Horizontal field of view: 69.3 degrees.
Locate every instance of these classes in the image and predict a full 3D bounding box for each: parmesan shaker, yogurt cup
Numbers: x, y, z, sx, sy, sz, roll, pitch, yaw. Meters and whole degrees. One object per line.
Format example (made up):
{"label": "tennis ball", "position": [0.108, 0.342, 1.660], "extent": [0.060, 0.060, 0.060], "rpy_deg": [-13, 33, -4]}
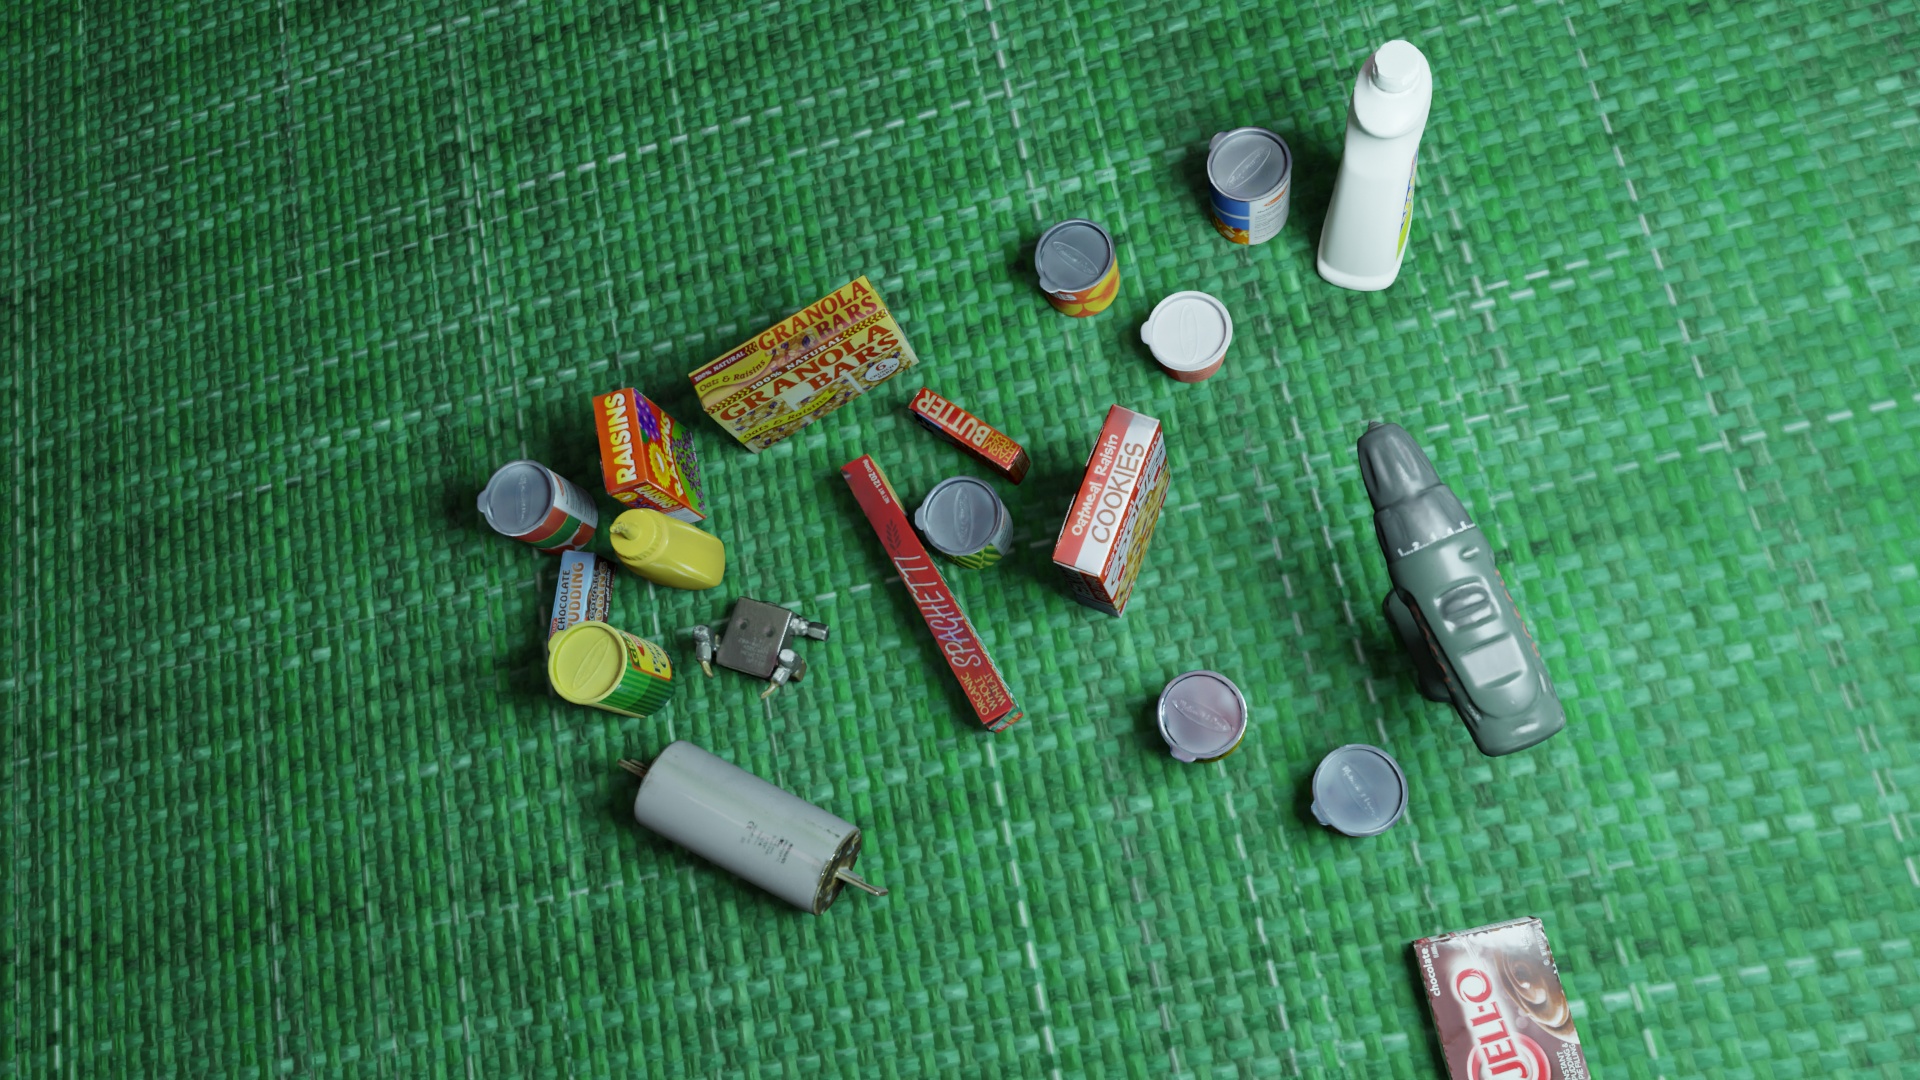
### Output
{"label": "parmesan shaker", "position": [-0.285, 0.105, 1.137], "extent": [0.071, 0.103, 0.071], "rpy_deg": [-3, 76, 11]}
{"label": "yogurt cup", "position": [0.187, -0.162, 1.133], "extent": [0.072, 0.054, 0.072], "rpy_deg": [-3, 76, 11]}

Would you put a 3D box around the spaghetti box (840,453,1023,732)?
{"label": "spaghetti box", "position": [-0.024, 0.042, 1.127], "extent": [0.028, 0.050, 0.250], "rpy_deg": [-32, 72, 3]}

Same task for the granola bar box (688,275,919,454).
{"label": "granola bar box", "position": [-0.127, -0.144, 1.156], "extent": [0.165, 0.124, 0.039], "rpy_deg": [-29, 73, 4]}

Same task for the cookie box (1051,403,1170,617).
{"label": "cookie box", "position": [0.117, -0.018, 1.052], "extent": [0.040, 0.167, 0.123], "rpy_deg": [19, 81, 15]}

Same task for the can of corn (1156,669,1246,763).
{"label": "can of corn", "position": [0.183, 0.137, 1.057], "extent": [0.071, 0.058, 0.071], "rpy_deg": [-3, 76, 11]}

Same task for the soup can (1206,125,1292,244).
{"label": "soup can", "position": [0.235, -0.291, 1.139], "extent": [0.071, 0.083, 0.071], "rpy_deg": [-3, 76, 11]}

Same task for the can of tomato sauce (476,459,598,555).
{"label": "can of tomato sauce", "position": [-0.362, -0.026, 1.196], "extent": [0.071, 0.083, 0.071], "rpy_deg": [-3, 76, 11]}

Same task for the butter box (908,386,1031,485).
{"label": "butter box", "position": [0.009, -0.086, 1.151], "extent": [0.103, 0.053, 0.024], "rpy_deg": [33, 85, 17]}

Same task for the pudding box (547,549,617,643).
{"label": "pudding box", "position": [-0.323, 0.053, 1.186], "extent": [0.030, 0.049, 0.084], "rpy_deg": [4, 77, 13]}

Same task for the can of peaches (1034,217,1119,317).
{"label": "can of peaches", "position": [0.097, -0.226, 1.165], "extent": [0.071, 0.058, 0.071], "rpy_deg": [-3, 76, 11]}

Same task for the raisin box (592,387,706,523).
{"label": "raisin box", "position": [-0.260, -0.067, 1.164], "extent": [0.040, 0.123, 0.086], "rpy_deg": [-15, 74, 8]}

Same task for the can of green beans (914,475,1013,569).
{"label": "can of green beans", "position": [0.006, -0.014, 1.131], "extent": [0.071, 0.057, 0.071], "rpy_deg": [-3, 76, 11]}

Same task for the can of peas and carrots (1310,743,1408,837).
{"label": "can of peas and carrots", "position": [0.290, 0.187, 1.022], "extent": [0.071, 0.058, 0.071], "rpy_deg": [-3, 76, 11]}

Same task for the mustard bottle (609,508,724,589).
{"label": "mustard bottle", "position": [-0.243, 0.005, 1.124], "extent": [0.065, 0.160, 0.049], "rpy_deg": [1, 77, 12]}
